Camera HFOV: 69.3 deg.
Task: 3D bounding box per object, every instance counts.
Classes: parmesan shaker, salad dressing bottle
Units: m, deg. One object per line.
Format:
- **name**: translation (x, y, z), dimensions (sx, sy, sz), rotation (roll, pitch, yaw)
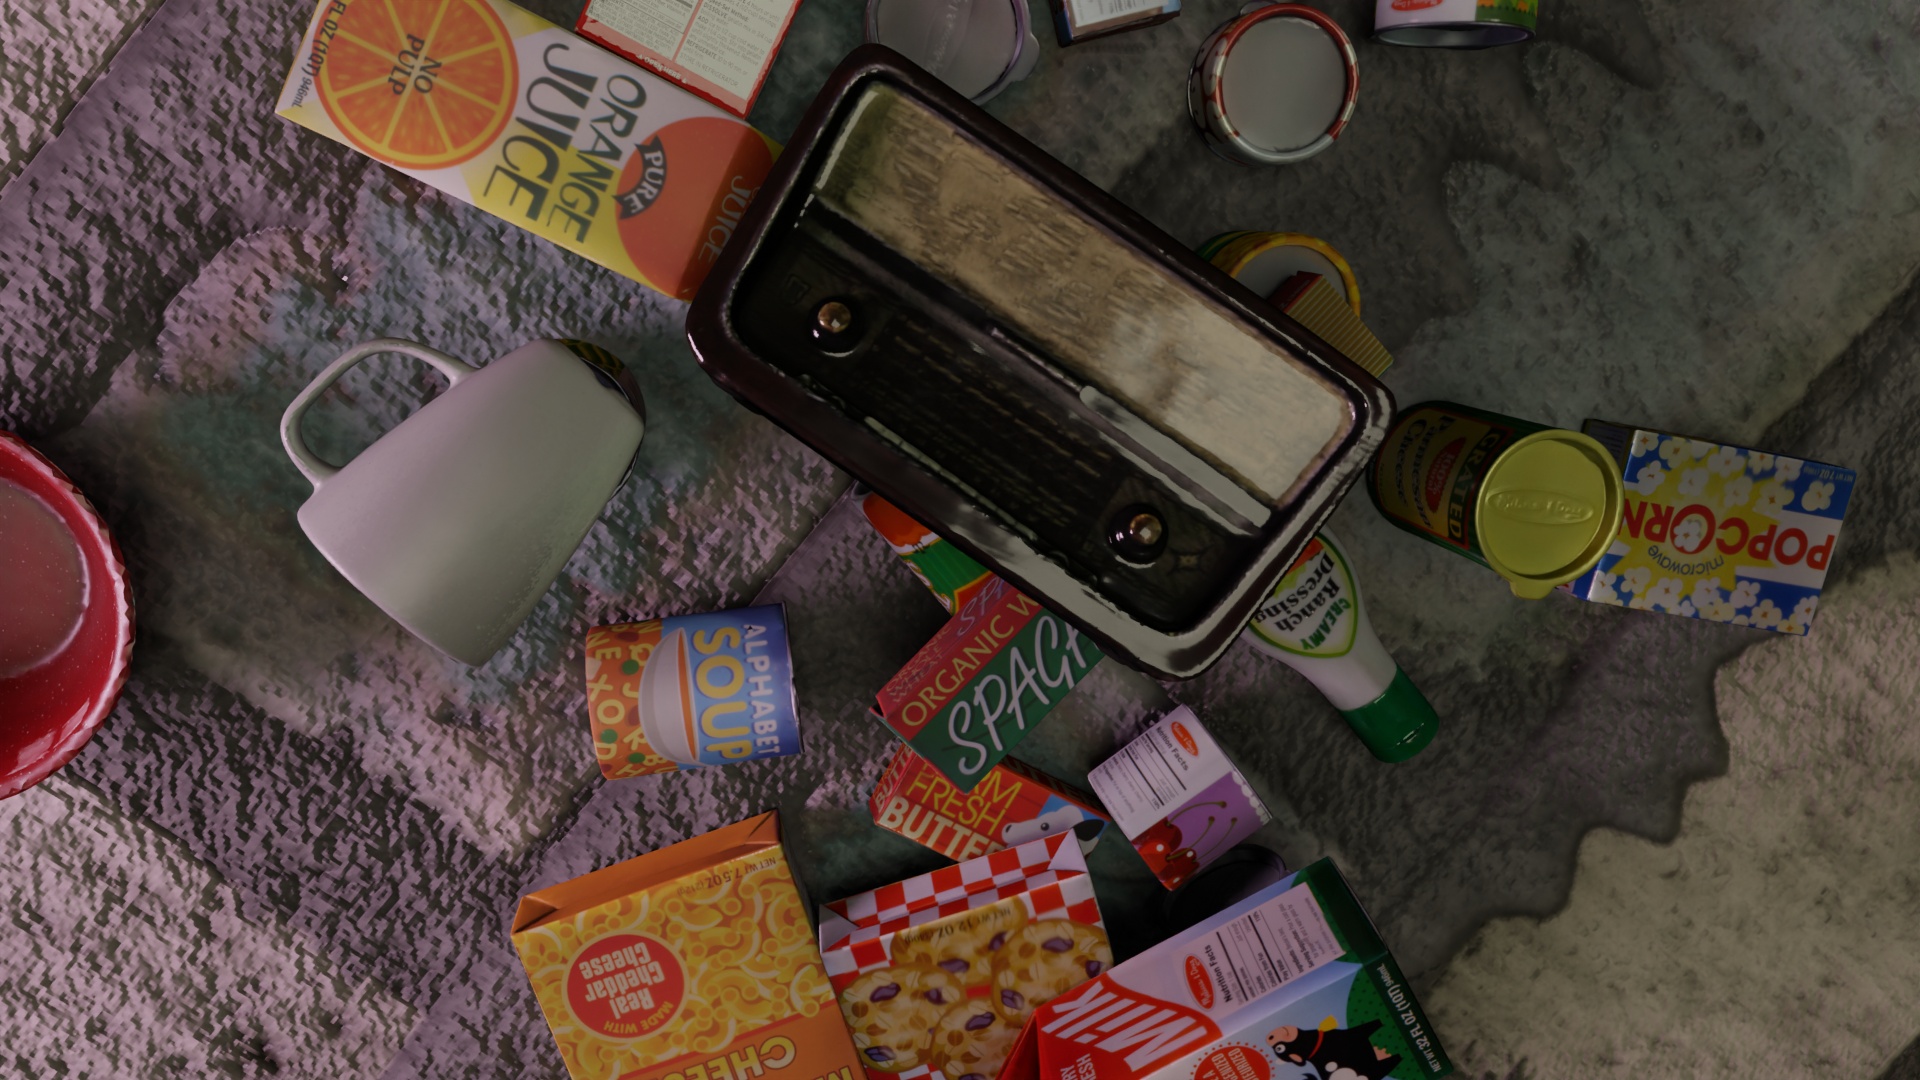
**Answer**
- **parmesan shaker**: translation (0.230, -0.021, 0.612), dimensions (0.071, 0.103, 0.071), rotation (-2, 103, -9)
- **salad dressing bottle**: translation (0.168, 0.041, 0.646), dimensions (0.064, 0.044, 0.147), rotation (-41, 106, 2)

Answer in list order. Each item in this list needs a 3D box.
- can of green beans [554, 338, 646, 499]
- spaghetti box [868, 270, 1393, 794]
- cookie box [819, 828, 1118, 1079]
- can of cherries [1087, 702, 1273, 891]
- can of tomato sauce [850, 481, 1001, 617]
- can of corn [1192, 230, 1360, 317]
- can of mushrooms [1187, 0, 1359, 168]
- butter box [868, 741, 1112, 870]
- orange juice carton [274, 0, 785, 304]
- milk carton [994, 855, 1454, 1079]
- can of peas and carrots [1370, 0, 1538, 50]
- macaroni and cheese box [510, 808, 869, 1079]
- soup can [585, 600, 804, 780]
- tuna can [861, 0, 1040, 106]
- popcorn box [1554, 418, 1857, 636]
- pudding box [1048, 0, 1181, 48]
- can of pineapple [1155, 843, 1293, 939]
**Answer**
- **can of green beans**: translation (-0.162, -0.047, 0.561), dimensions (0.071, 0.058, 0.071), rotation (-2, 103, -10)
- **spaghetti box**: translation (0.069, -0.003, 0.558), dimensions (0.250, 0.029, 0.050), rotation (-45, 105, -1)
- **cookie box**: translation (0.017, 0.227, 0.649), dimensions (0.123, 0.040, 0.166), rotation (-17, 113, -1)
- **can of cherries**: translation (0.102, 0.120, 0.641), dimensions (0.058, 0.071, 0.071), rotation (-37, 106, 0)
- **can of tomato sauce**: translation (0.002, -0.007, 0.595), dimensions (0.071, 0.071, 0.083), rotation (-40, 105, 1)
- **can of corn**: translation (0.133, -0.102, 0.600), dimensions (0.071, 0.058, 0.071), rotation (-2, 103, -10)
- **can of mushrooms**: translation (0.133, -0.196, 0.593), dimensions (0.071, 0.033, 0.071), rotation (-2, 103, -9)
- **butter box**: translation (0.014, 0.126, 0.648), dimensions (0.103, 0.024, 0.053), rotation (29, 97, -15)
- **orange juice carton**: translation (-0.146, -0.150, 0.533), dimensions (0.193, 0.073, 0.071), rotation (24, 96, -15)
- **milk carton**: translation (0.099, 0.223, 0.594), dimensions (0.190, 0.074, 0.072), rotation (-29, 110, 5)
- **can of peas and carrots**: translation (0.209, -0.240, 0.581), dimensions (0.071, 0.071, 0.058), rotation (0, 102, -10)
- **macaroni and cheese box**: translation (-0.116, 0.223, 0.638), dimensions (0.124, 0.040, 0.166), rotation (-18, 105, -5)
- **soup can**: translation (-0.111, 0.064, 0.587), dimensions (0.084, 0.071, 0.071), rotation (-7, 104, -8)
- **tuna can**: translation (-0.004, -0.207, 0.566), dimensions (0.071, 0.033, 0.071), rotation (-2, 103, -9)
- **popcorn box**: translation (0.357, -0.006, 0.672), dimensions (0.127, 0.038, 0.085), rotation (9, 101, -12)
- **pudding box**: translation (0.057, -0.251, 0.569), dimensions (0.050, 0.030, 0.083), rotation (-16, 105, -5)
- **can of pineapple**: translation (0.136, 0.188, 0.660), dimensions (0.071, 0.071, 0.057), rotation (-30, 107, -2)
